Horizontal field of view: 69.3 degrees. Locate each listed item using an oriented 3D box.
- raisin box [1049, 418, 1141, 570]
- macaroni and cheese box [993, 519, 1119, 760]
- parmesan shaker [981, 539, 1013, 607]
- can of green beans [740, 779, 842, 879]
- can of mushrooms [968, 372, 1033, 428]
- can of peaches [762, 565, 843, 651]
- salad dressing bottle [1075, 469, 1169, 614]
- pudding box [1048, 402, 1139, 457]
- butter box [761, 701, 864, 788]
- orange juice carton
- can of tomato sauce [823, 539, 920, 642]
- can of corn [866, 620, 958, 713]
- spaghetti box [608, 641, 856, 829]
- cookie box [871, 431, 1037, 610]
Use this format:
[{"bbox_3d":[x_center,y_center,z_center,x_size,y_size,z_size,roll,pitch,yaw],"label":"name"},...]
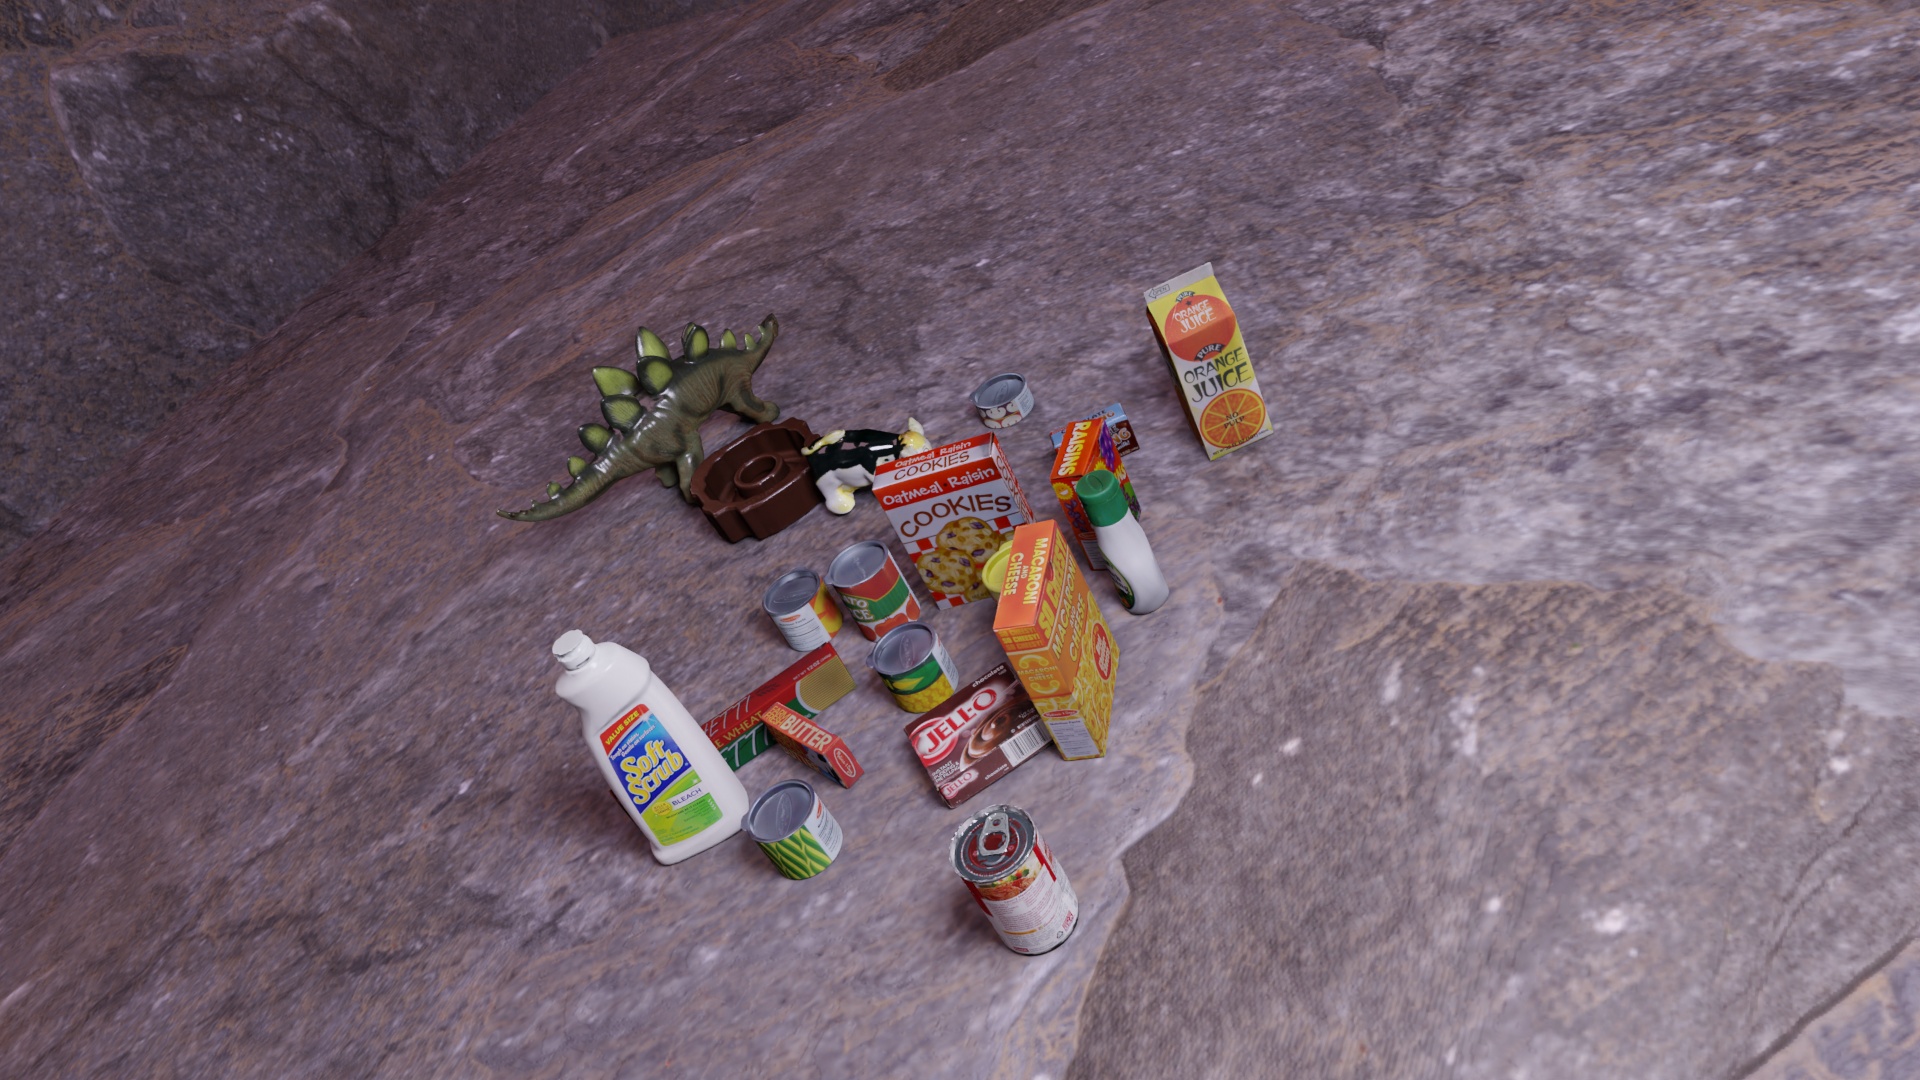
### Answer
[{"bbox_3d":[0.131,-0.044,1.332,0.040,0.123,0.086,-6,41,28],"label":"raisin box"},{"bbox_3d":[0.085,0.084,1.168,0.040,0.165,0.124,-11,39,23],"label":"macaroni and cheese box"},{"bbox_3d":[0.069,0.057,1.266,0.071,0.102,0.072,-18,37,14],"label":"parmesan shaker"},{"bbox_3d":[-0.143,0.251,1.204,0.071,0.057,0.071,-18,37,14],"label":"can of green beans"},{"bbox_3d":[0.048,-0.162,1.607,0.071,0.033,0.071,-18,37,14],"label":"can of mushrooms"},{"bbox_3d":[-0.162,0.071,1.437,0.071,0.057,0.071,-18,37,14],"label":"can of peaches"},{"bbox_3d":[0.144,0.001,1.247,0.044,0.147,0.064,-30,36,-2],"label":"salad dressing bottle"},{"bbox_3d":[0.141,-0.105,1.464,0.083,0.049,0.030,-24,36,6],"label":"pudding box"},{"bbox_3d":[-0.137,0.188,1.281,0.103,0.053,0.024,20,57,46],"label":"butter box"},{"bbox_3d":[0.241,-0.182,1.371,0.072,0.192,0.073,-25,36,5],"label":"orange juice carton"},{"bbox_3d":[-0.087,0.052,1.390,0.071,0.082,0.071,-18,37,14],"label":"can of tomato sauce"},{"bbox_3d":[-0.044,0.120,1.300,0.071,0.058,0.071,-18,37,14],"label":"can of corn"},{"bbox_3d":[-0.216,0.188,1.334,0.250,0.050,0.029,-34,36,-9],"label":"spaghetti box"},{"bbox_3d":[0.005,-0.017,1.343,0.123,0.166,0.040,-16,38,17],"label":"cookie box"}]
